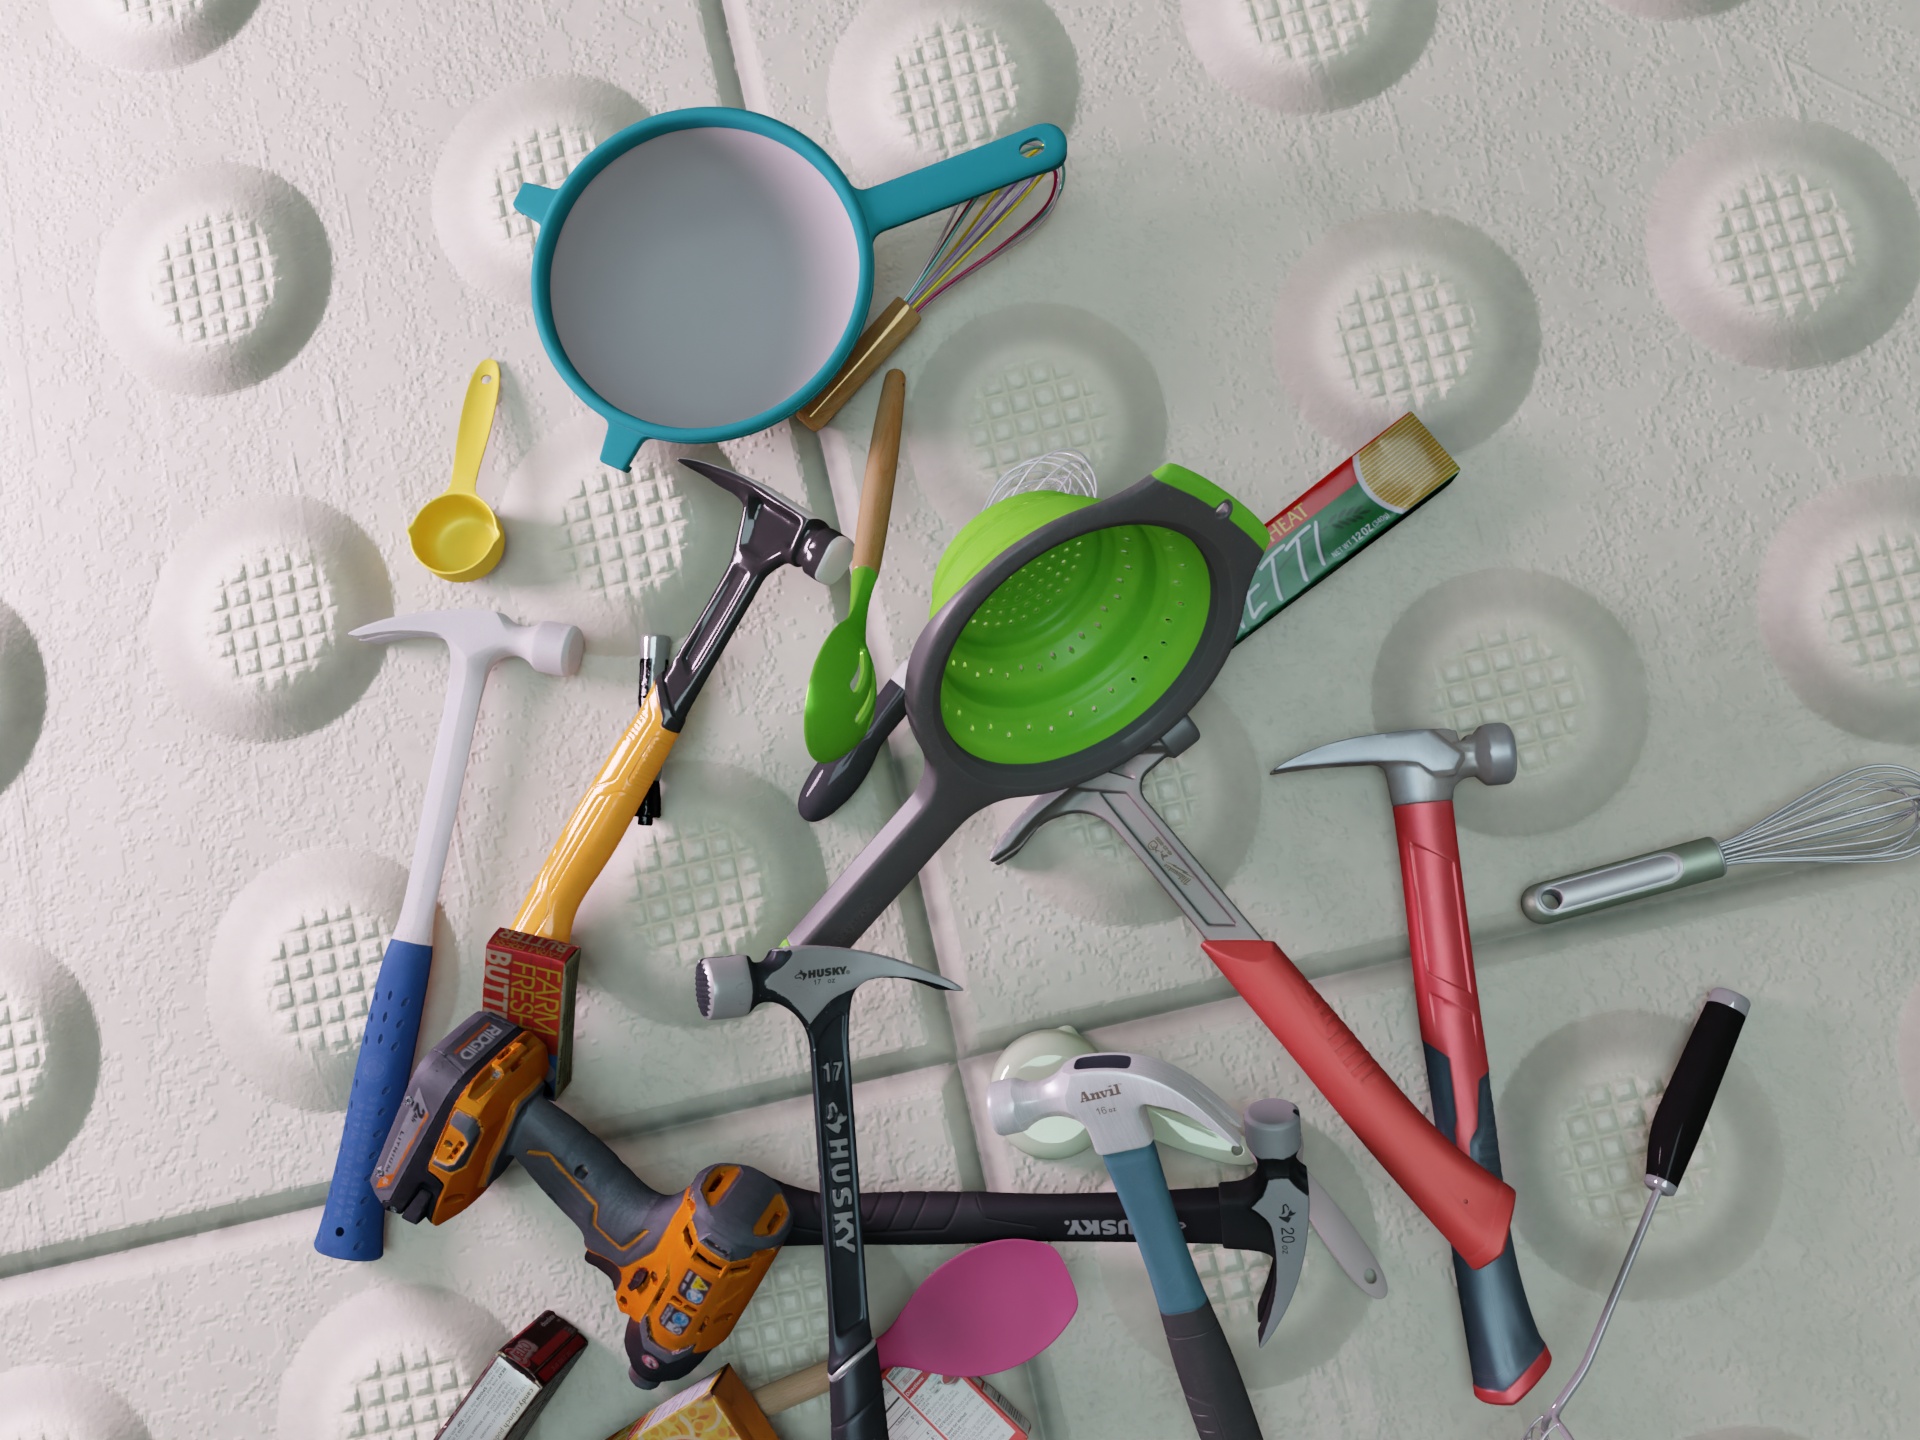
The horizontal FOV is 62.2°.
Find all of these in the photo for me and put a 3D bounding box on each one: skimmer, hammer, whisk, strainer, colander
[{"bbox_3d":[0.396,0.329,0.885,0.090,0.127,0.363,25,76,15],"label":"skimmer"},{"bbox_3d":[-0.057,0.327,0.870,0.149,0.036,0.409,-3,84,-24],"label":"hammer"},{"bbox_3d":[0.452,0.078,0.934,0.246,0.059,0.058,-17,70,7],"label":"whisk"},{"bbox_3d":[0.034,0.295,0.930,0.335,0.035,0.146,-4,108,11],"label":"hammer"},{"bbox_3d":[0.127,0.336,0.884,0.128,0.033,0.331,-17,100,15],"label":"hammer"},{"bbox_3d":[-0.094,-0.288,1.000,0.340,0.095,0.211,-20,82,1],"label":"strainer"},{"bbox_3d":[-0.001,-0.003,0.921,0.397,0.204,0.095,-49,47,17],"label":"colander"},{"bbox_3d":[-0.347,0.127,0.997,0.144,0.035,0.405,10,84,5],"label":"hammer"},{"bbox_3d":[-0.018,-0.282,1.025,0.245,0.051,0.047,-47,57,2],"label":"whisk"},{"bbox_3d":[0.276,0.199,0.937,0.143,0.038,0.386,-6,82,5],"label":"hammer"},{"bbox_3d":[-0.196,0.005,0.977,0.127,0.034,0.337,33,96,24],"label":"hammer"},{"bbox_3d":[-0.010,-0.051,0.986,0.070,0.070,0.284,38,92,8],"label":"whisk"},{"bbox_3d":[0.177,0.164,0.922,0.149,0.036,0.359,-40,73,2],"label":"hammer"}]

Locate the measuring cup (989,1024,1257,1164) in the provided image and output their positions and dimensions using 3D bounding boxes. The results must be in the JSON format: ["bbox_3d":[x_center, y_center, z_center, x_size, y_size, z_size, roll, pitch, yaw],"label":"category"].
[{"bbox_3d":[0.097,0.236,0.945,0.167,0.038,0.083,15,84,8],"label":"measuring cup"}]

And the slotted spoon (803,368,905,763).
[{"bbox_3d":[-0.053,-0.105,0.928,0.031,0.070,0.314,-4,49,11],"label":"slotted spoon"}]

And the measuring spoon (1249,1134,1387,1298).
[{"bbox_3d":[0.215,0.287,0.936,0.034,0.018,0.124,-33,83,-21],"label":"measuring spoon"}]

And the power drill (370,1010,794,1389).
[{"bbox_3d":[-0.225,0.291,0.933,0.226,0.084,0.164,31,114,6],"label":"power drill"}]

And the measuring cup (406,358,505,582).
[{"bbox_3d":[-0.318,-0.163,1.042,0.062,0.029,0.157,4,71,5],"label":"measuring cup"}]

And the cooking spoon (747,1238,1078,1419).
[{"bbox_3d":[-0.079,0.383,0.930,0.319,0.017,0.069,-26,78,9],"label":"cooking spoon"}]
